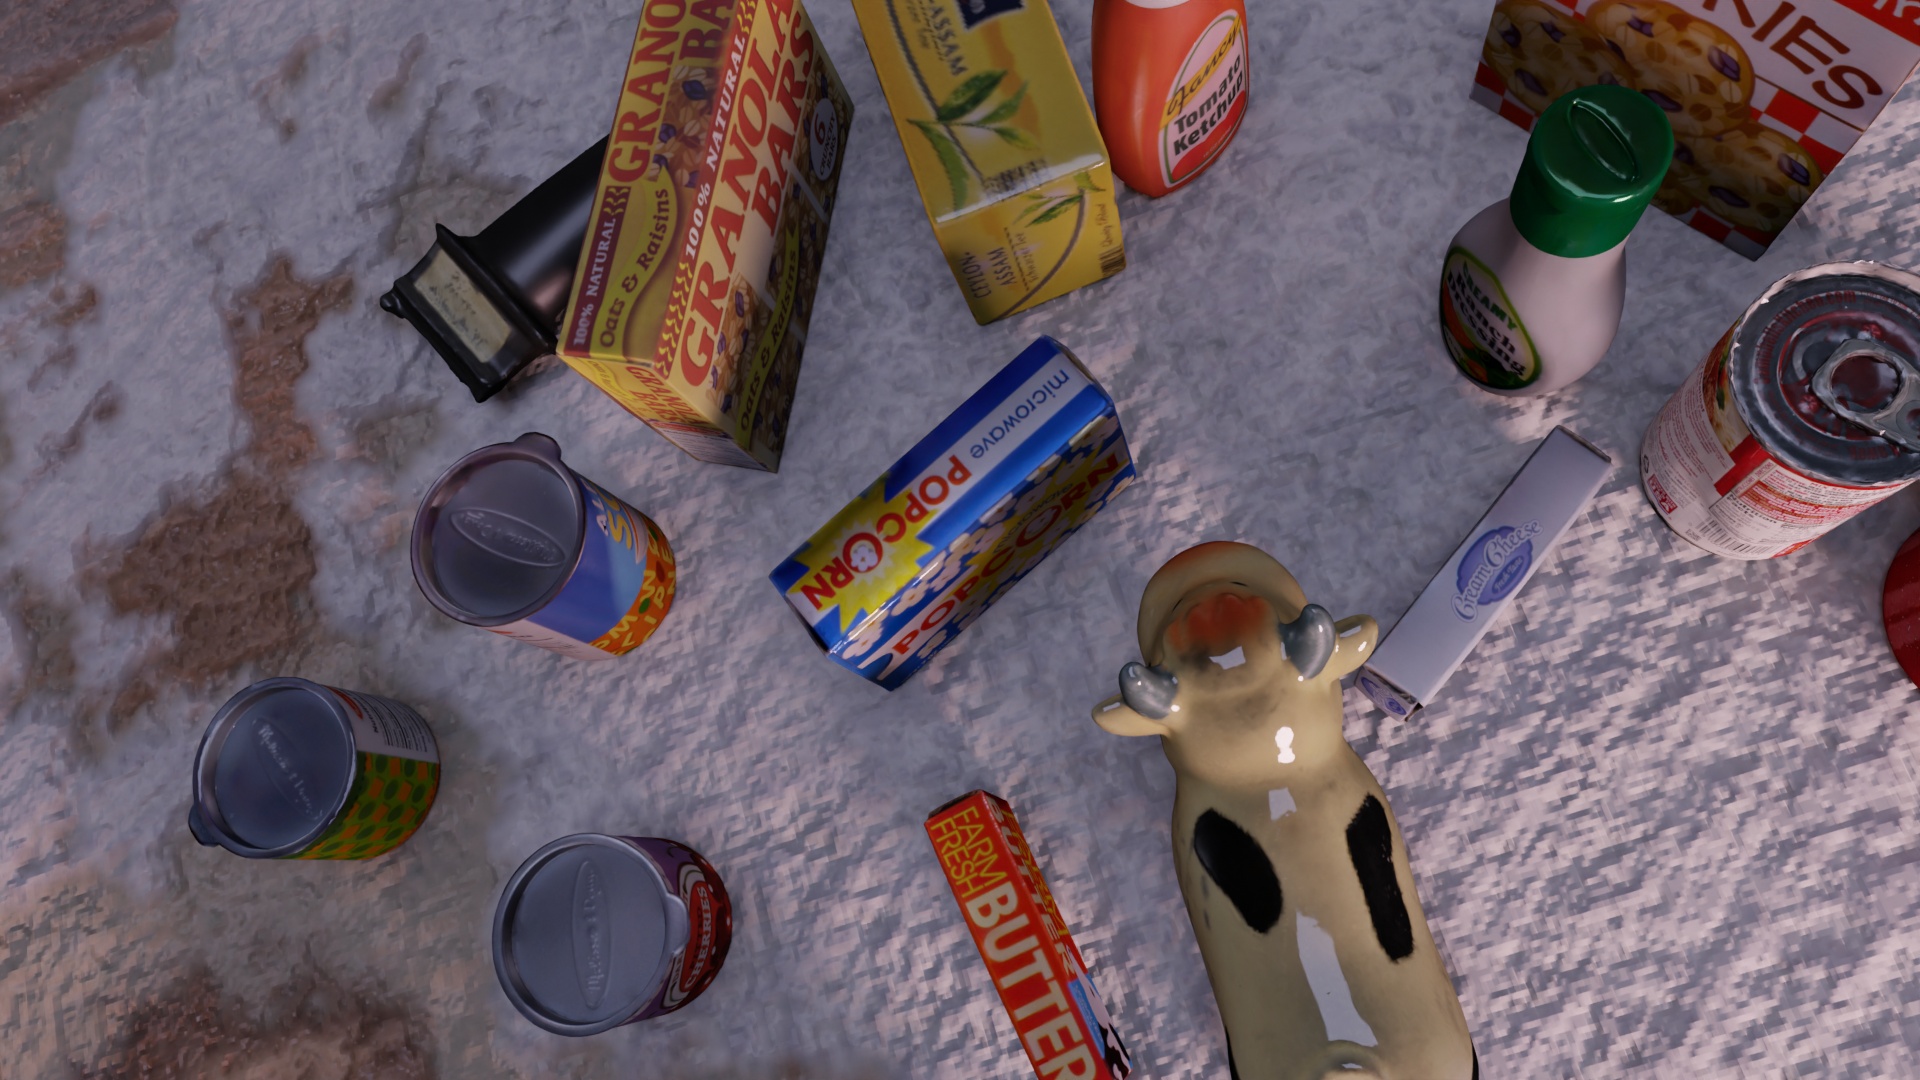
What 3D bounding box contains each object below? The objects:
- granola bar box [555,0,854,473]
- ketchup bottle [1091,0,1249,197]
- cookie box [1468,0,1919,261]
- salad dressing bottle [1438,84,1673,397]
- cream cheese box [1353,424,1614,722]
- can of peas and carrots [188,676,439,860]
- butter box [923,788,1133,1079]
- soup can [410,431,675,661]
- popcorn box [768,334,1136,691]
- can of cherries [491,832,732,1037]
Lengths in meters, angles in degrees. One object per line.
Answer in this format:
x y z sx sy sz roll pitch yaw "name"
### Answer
-0.089 -0.122 0.520 0.039 0.124 0.166 7 78 13 "granola bar box"
0.072 -0.181 0.490 0.043 0.148 0.065 41 87 18 "ketchup bottle"
0.238 -0.170 0.444 0.123 0.167 0.040 39 87 18 "cookie box"
0.188 -0.091 0.444 0.044 0.147 0.064 -30 72 3 "salad dressing bottle"
0.174 0.014 0.469 0.024 0.053 0.104 39 86 17 "cream cheese box"
-0.246 0.091 0.531 0.071 0.058 0.071 -3 76 11 "can of peas and carrots"
0.023 0.136 0.468 0.024 0.053 0.104 -28 72 4 "butter box"
-0.151 0.005 0.521 0.071 0.083 0.071 -3 76 11 "soup can"
0.002 -0.006 0.492 0.127 0.085 0.038 -41 72 -1 "popcorn box"
-0.119 0.139 0.494 0.071 0.058 0.071 -3 76 11 "can of cherries"
